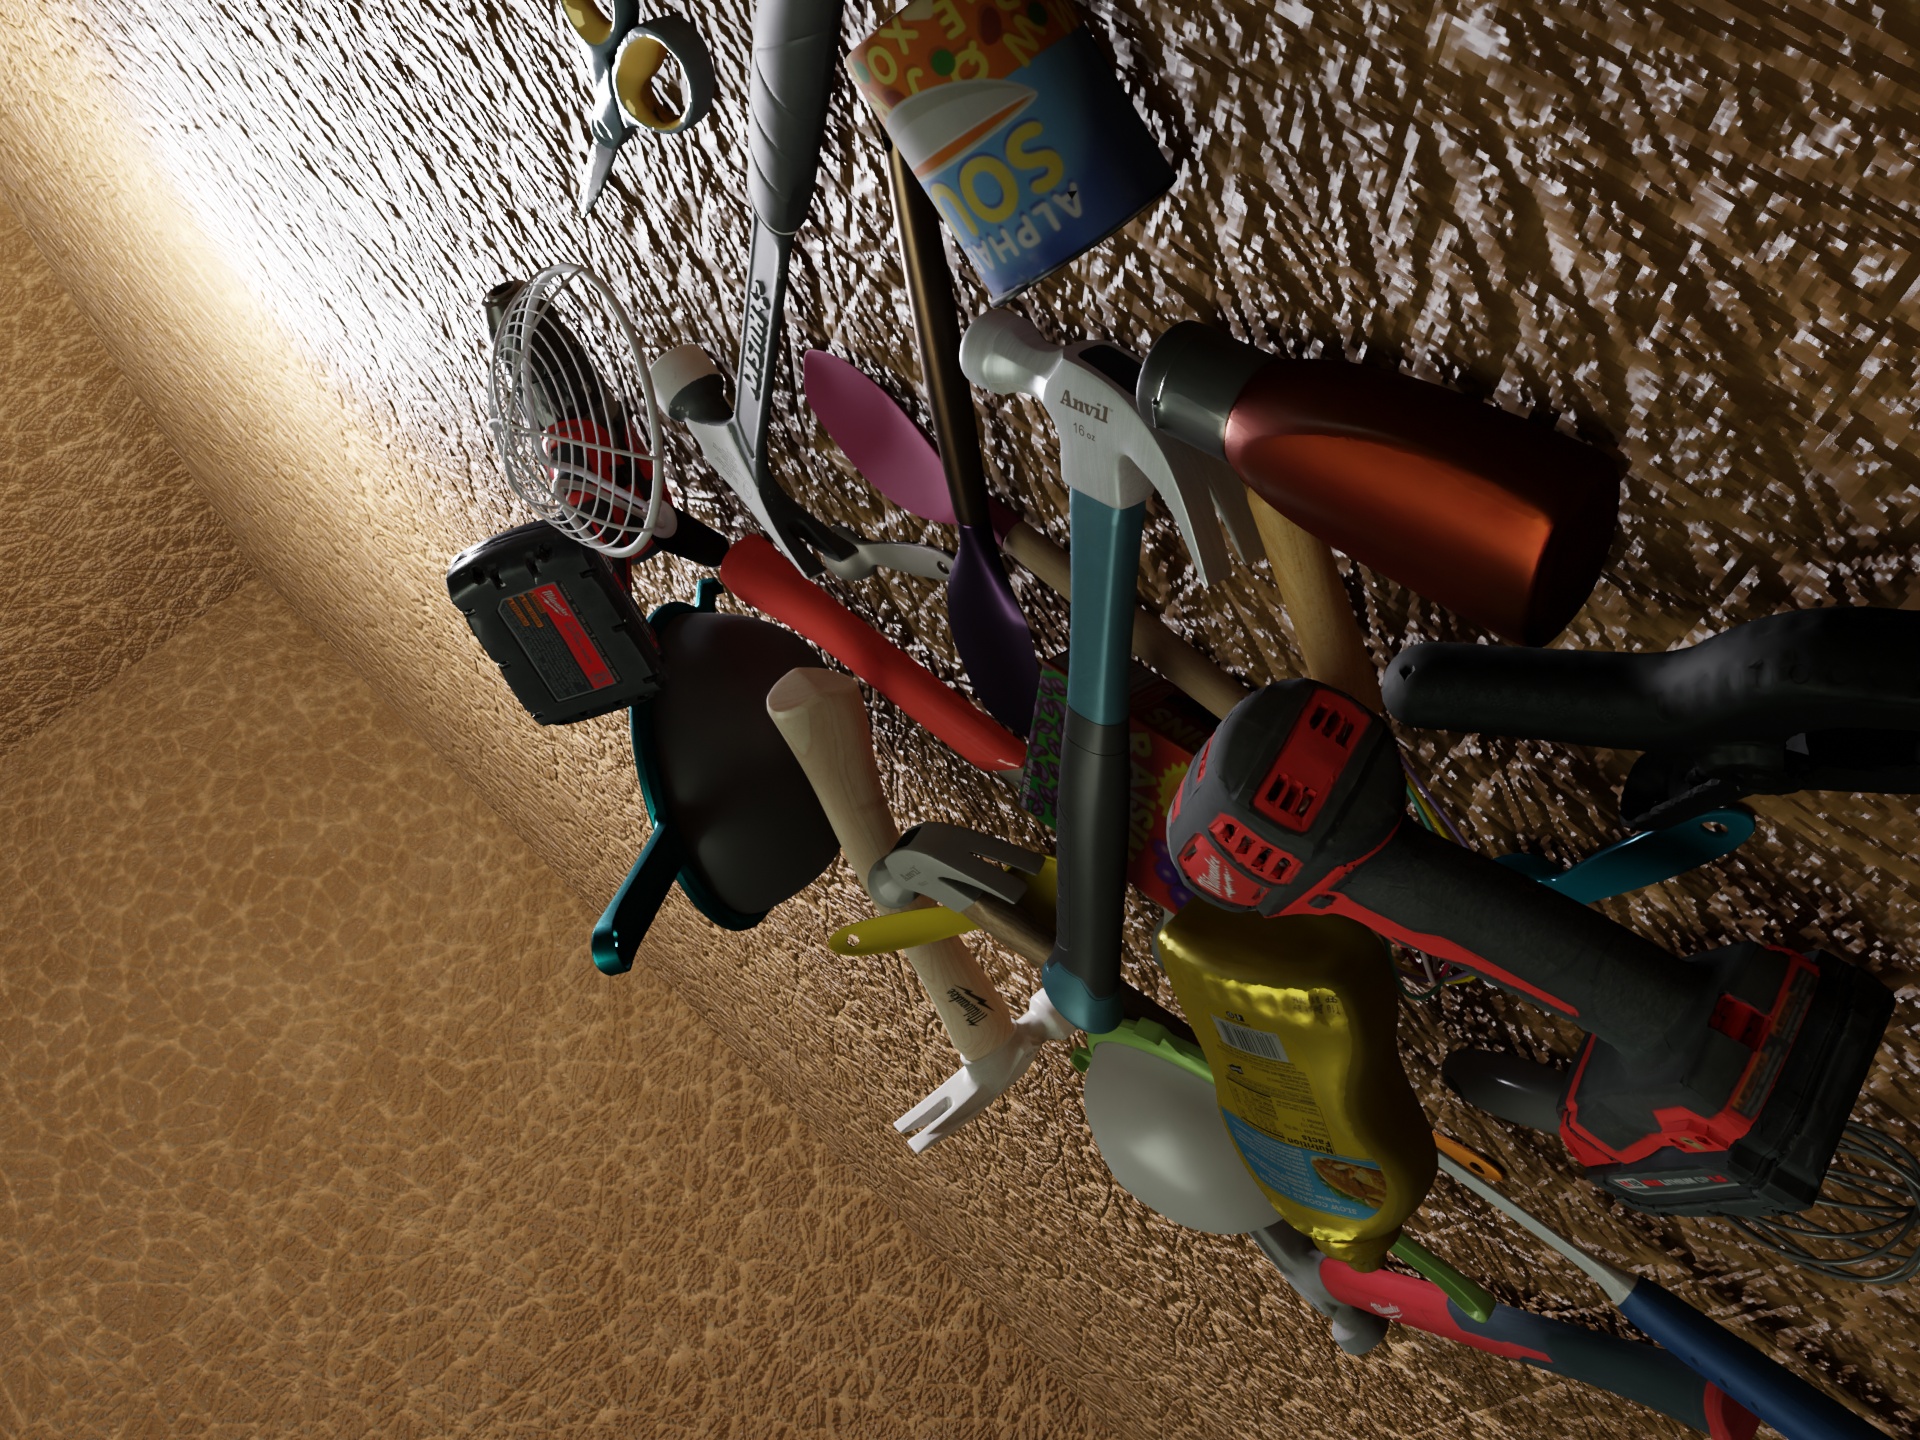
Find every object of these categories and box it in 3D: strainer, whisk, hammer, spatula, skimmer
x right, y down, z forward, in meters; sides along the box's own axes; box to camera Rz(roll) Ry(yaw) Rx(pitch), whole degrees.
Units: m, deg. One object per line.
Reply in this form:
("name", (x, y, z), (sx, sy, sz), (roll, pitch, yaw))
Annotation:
("strainer", (0.161, 0.255, 0.834), (0.256, 0.069, 0.151), (36, 160, 2))
("whisk", (0.150, 0.014, 0.595), (0.047, 0.051, 0.244), (26, 148, 56))
("hammer", (-0.075, -0.196, 0.648), (0.149, 0.036, 0.408), (53, 159, 11))
("hammer", (0.100, 0.164, 0.880), (0.331, 0.031, 0.130), (37, 154, -4))
("spatula", (0.000, -0.107, 0.665), (0.060, 0.018, 0.315), (32, 149, 35))
("hammer", (0.290, 0.250, 0.718), (0.406, 0.035, 0.144), (34, 166, 24))
("whisk", (0.272, 0.163, 0.623), (0.055, 0.055, 0.239), (53, 163, -15))
("hammer", (-0.038, 0.125, 0.993), (0.038, 0.146, 0.410), (40, 162, 43))
("hammer", (-0.001, -0.003, 0.869), (0.359, 0.037, 0.149), (38, 157, 23))
("hammer", (0.055, 0.005, 0.656), (0.128, 0.033, 0.330), (32, 139, 36))
("hammer", (0.286, 0.331, 0.903), (0.143, 0.038, 0.386), (51, 159, -4))
("strainer", (-0.124, 0.044, 0.934), (0.340, 0.095, 0.211), (-75, -30, -66))
("skimmer", (-0.148, -0.126, 0.821), (0.363, 0.090, 0.127), (22, -135, -82))

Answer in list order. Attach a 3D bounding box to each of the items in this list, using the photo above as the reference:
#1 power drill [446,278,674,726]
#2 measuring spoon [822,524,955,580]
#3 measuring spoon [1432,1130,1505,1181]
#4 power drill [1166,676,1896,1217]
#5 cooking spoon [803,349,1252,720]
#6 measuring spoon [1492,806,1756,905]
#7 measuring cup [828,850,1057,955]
("power drill", (-0.226, -0.128, 0.905), (0.227, 0.080, 0.187), (-97, -13, -50))
("measuring spoon", (-0.038, -0.081, 0.824), (0.124, 0.018, 0.034), (15, 142, 54))
("measuring spoon", (0.236, 0.220, 0.837), (0.117, 0.011, 0.021), (14, 141, 56))
("power drill", (0.170, 0.074, 0.533), (0.220, 0.078, 0.143), (31, 163, 7))
("cooking spoon", (0.042, -0.066, 0.692), (0.319, 0.017, 0.068), (40, 154, 20))
("measuring spoon", (0.224, 0.046, 0.548), (0.042, 0.021, 0.128), (33, 151, -6))
("measuring cup", (-0.001, 0.116, 0.947), (0.029, 0.156, 0.062), (-23, -79, -84))
